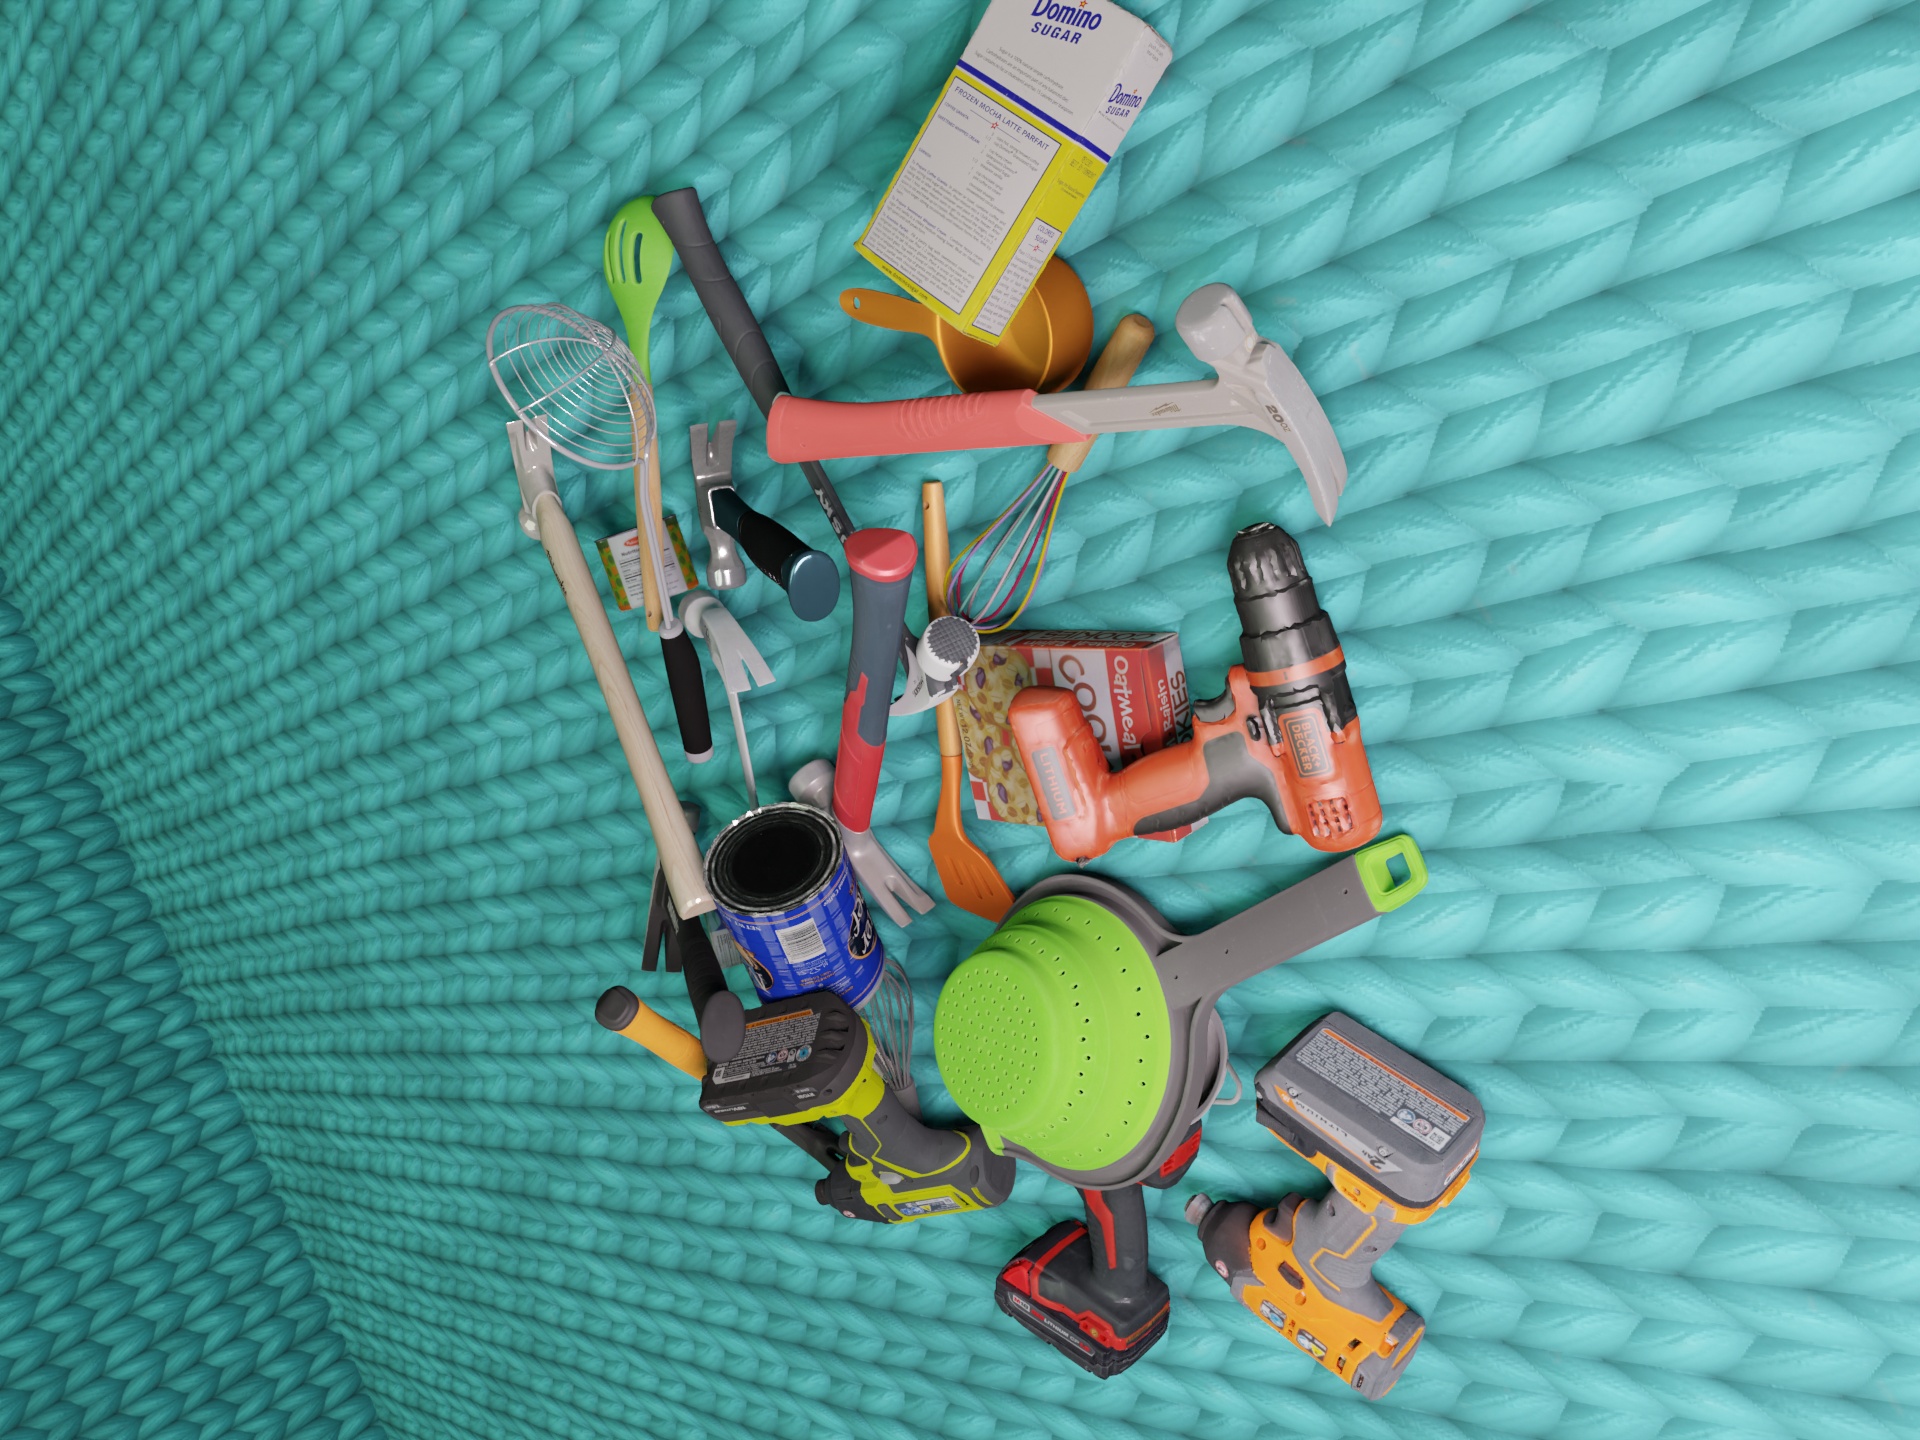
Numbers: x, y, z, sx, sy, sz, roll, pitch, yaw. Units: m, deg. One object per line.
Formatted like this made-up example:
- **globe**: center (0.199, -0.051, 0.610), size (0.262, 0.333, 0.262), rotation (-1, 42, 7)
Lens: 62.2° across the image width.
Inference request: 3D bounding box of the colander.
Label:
- **colander**: center (0.101, 0.163, 0.964), size (0.397, 0.094, 0.205), rotation (-37, 61, 39)

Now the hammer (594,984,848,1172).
- **hammer**: center (-0.185, 0.287, 1.263), size (0.127, 0.034, 0.336), rotation (28, 165, 33)

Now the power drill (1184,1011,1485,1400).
- **power drill**: center (0.216, 0.289, 0.964), size (0.164, 0.084, 0.226), rotation (30, 133, 32)

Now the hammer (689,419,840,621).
- **hammer**: center (-0.133, -0.119, 1.037), size (0.331, 0.033, 0.128), rotation (-139, 40, -65)

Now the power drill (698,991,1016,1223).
- **power drill**: center (-0.086, 0.303, 1.187), size (0.171, 0.080, 0.223), rotation (-18, 129, 29)

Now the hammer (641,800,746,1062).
- **hammer**: center (-0.207, 0.179, 1.227), size (0.335, 0.035, 0.146), rotation (-139, 57, -68)

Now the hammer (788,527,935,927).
- **hammer**: center (-0.053, 0.009, 1.032), size (0.143, 0.038, 0.386), rotation (50, 157, 18)

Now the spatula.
- **spatula**: center (-0.002, -0.003, 1.082), size (0.081, 0.041, 0.322), rotation (14, 115, 43)

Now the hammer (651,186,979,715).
- **hammer**: center (-0.109, -0.185, 1.060), size (0.409, 0.036, 0.149), rotation (62, 157, 11)

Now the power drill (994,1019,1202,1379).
- **power drill**: center (0.076, 0.328, 1.130), size (0.188, 0.080, 0.226), rotation (22, 122, 37)

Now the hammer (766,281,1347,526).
- **hammer**: center (0.029, -0.161, 0.880), size (0.359, 0.037, 0.149), rotation (5, 151, 41)

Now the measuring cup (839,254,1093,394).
- **measuring cup**: center (0.003, -0.238, 0.935), size (0.174, 0.052, 0.095), rotation (23, 125, 39)

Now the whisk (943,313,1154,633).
- **whisk**: center (0.048, -0.139, 0.947), size (0.047, 0.051, 0.244), rotation (51, 135, 22)

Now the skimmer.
- **skimmer**: center (-0.244, -0.118, 1.129), size (0.090, 0.127, 0.363), rotation (2, 128, 10)

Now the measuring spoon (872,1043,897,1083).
- **measuring spoon**: center (-0.091, 0.255, 1.276), size (0.034, 0.018, 0.124), rotation (-44, 98, 8)

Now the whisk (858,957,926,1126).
- **whisk**: center (-0.050, 0.291, 1.262), size (0.055, 0.055, 0.238), rotation (9, 119, 43)

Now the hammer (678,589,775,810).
- **hammer**: center (-0.155, 0.105, 1.258), size (0.144, 0.035, 0.405), rotation (-138, 36, -58)

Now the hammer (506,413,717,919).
- **hammer**: center (-0.268, -0.041, 1.218), size (0.146, 0.038, 0.411), rotation (108, 140, -62)

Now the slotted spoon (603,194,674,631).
- **slotted spoon**: center (-0.230, -0.219, 1.161), size (0.070, 0.031, 0.313), rotation (10, 108, 36)

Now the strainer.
- **strainer**: center (0.100, 0.204, 1.068), size (0.259, 0.050, 0.087), rotation (18, 89, 47)
